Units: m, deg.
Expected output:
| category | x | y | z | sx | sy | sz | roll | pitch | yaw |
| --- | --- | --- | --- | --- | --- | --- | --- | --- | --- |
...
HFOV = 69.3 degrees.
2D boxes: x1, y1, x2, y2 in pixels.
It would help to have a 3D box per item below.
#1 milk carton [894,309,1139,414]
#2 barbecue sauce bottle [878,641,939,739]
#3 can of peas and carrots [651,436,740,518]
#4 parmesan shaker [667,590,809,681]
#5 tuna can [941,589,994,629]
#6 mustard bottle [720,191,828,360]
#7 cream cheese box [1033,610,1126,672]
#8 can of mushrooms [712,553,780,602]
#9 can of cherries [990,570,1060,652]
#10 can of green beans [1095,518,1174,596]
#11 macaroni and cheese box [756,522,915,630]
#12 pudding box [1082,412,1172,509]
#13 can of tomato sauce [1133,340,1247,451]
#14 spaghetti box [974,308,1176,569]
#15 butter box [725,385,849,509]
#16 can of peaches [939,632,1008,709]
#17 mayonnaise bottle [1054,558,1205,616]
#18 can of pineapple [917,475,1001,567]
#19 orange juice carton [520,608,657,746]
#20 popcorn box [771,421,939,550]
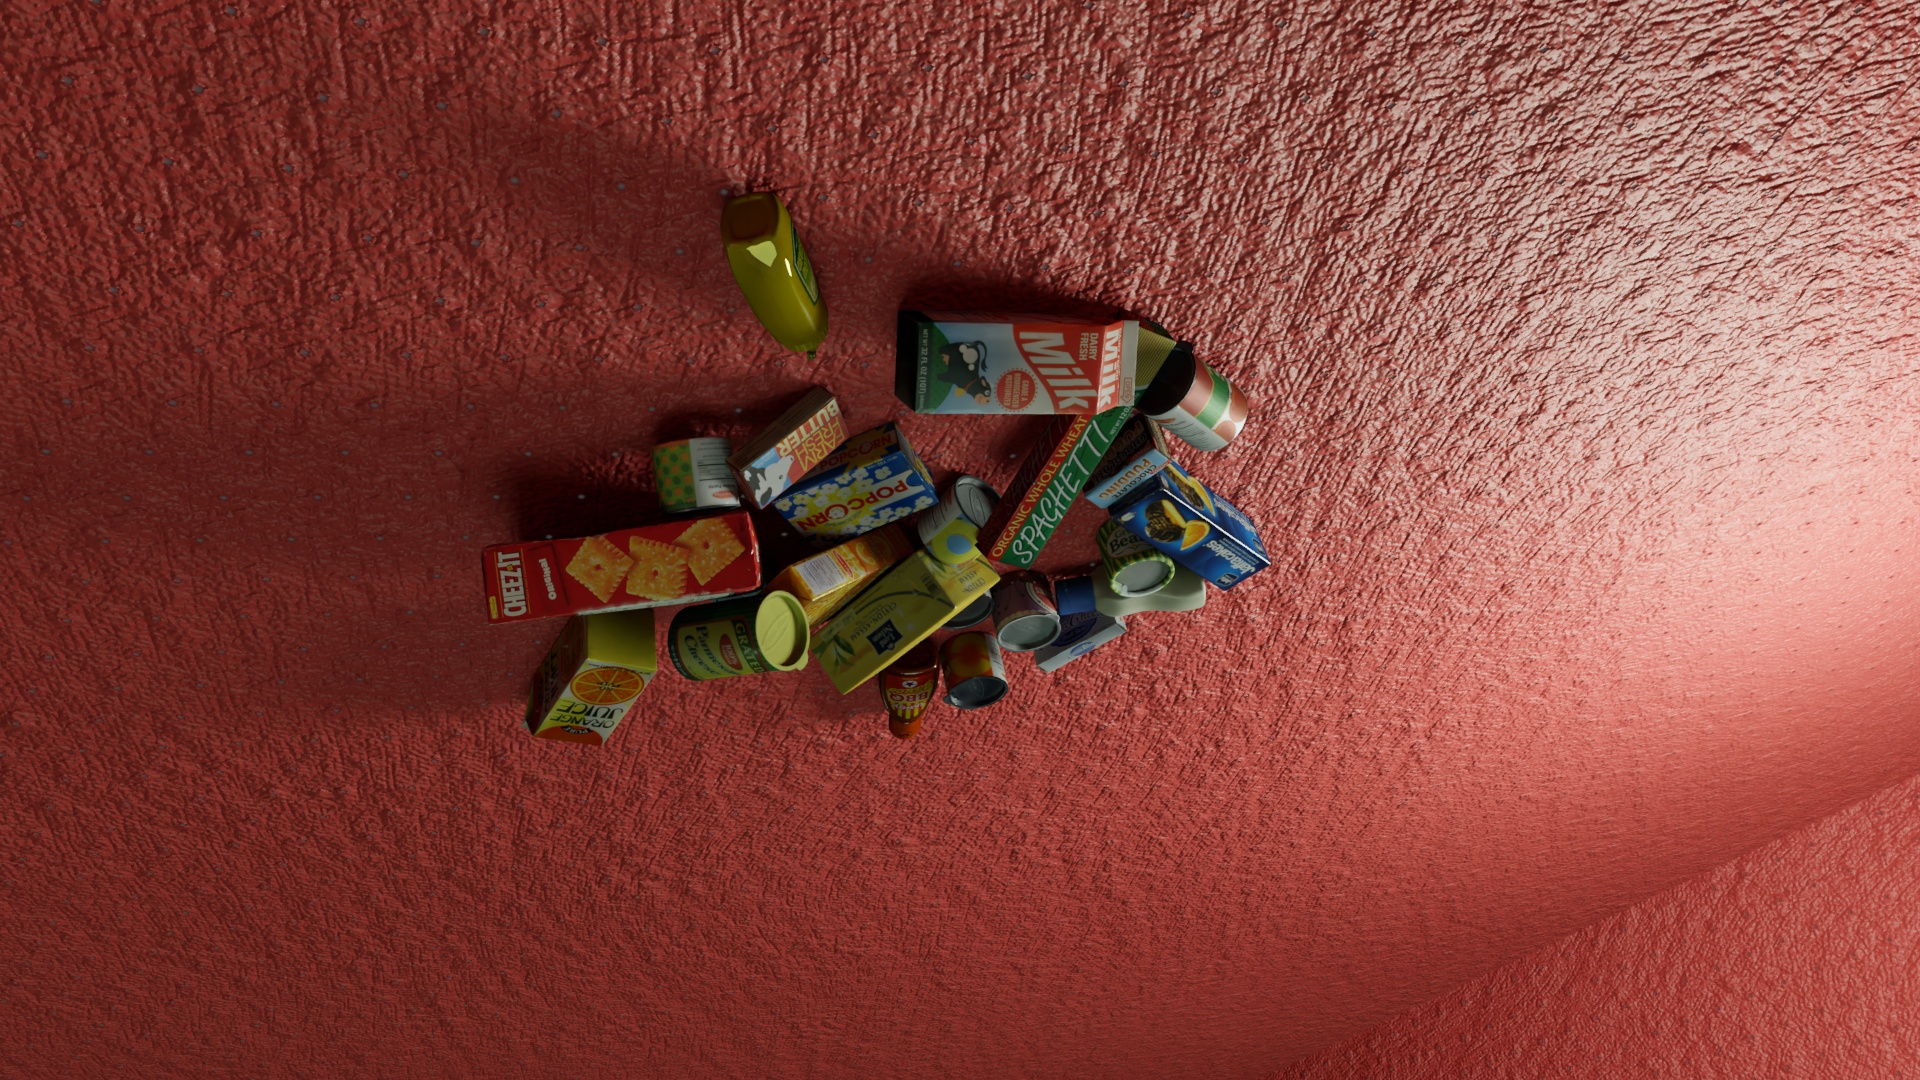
| category | x | y | z | sx | sy | sz | roll | pitch | yaw |
| --- | --- | --- | --- | --- | --- | --- | --- | --- | --- |
| milk carton | 0.049 | -0.140 | 1.093 | 0.191 | 0.073 | 0.072 | -2 | 106 | -15 |
| barbecue sauce bottle | -0.058 | 0.165 | 1.513 | 0.065 | 0.044 | 0.147 | -1 | 143 | -6 |
| can of peas and carrots | -0.220 | -0.052 | 1.145 | 0.071 | 0.058 | 0.071 | -8 | 179 | 0 |
| parmesan shaker | -0.186 | 0.084 | 1.165 | 0.103 | 0.071 | 0.071 | -11 | 149 | 33 |
| tuna can | -0.004 | 0.059 | 1.397 | 0.071 | 0.033 | 0.070 | -8 | 143 | -6 |
| mustard bottle | -0.129 | -0.183 | 1.017 | 0.049 | 0.065 | 0.159 | -11 | 150 | 7 |
| cream cheese box | 0.122 | 0.093 | 1.462 | 0.103 | 0.053 | 0.024 | -31 | 137 | 24 |
| can of mushrooms | -0.201 | 0.042 | 1.316 | 0.071 | 0.033 | 0.070 | -8 | 143 | -6 |
| can of cherries | 0.066 | 0.071 | 1.412 | 0.071 | 0.058 | 0.071 | -7 | 143 | -6 |
| can of green beans | 0.172 | 0.014 | 1.368 | 0.071 | 0.058 | 0.071 | -8 | 143 | -6 |
| macaroni and cheese box | -0.132 | 0.047 | 1.263 | 0.123 | 0.040 | 0.167 | -39 | 173 | 33 |
| pudding box | 0.146 | -0.072 | 1.254 | 0.083 | 0.050 | 0.030 | -35 | 136 | 28 |
| can of tomato sauce | 0.197 | -0.123 | 1.189 | 0.071 | 0.071 | 0.083 | -36 | 138 | 28 |
| spaghetti box | 0.095 | -0.080 | 1.186 | 0.050 | 0.029 | 0.249 | 16 | 118 | -32 |
| butter box | -0.140 | -0.077 | 1.142 | 0.104 | 0.024 | 0.053 | -41 | 146 | -17 |
| can of peaches | 0.011 | 0.140 | 1.488 | 0.071 | 0.058 | 0.071 | -8 | 144 | -6 |
| mayonnaise bottle | 0.171 | 0.048 | 1.412 | 0.148 | 0.065 | 0.041 | -8 | 141 | 1 |
| can of pineapple | 0.005 | -0.016 | 1.271 | 0.071 | 0.071 | 0.057 | 19 | 134 | -36 |
| orange juice carton | -0.368 | 0.142 | 1.366 | 0.072 | 0.073 | 0.191 | 13 | 137 | -31 |
| popcorn box | -0.095 | -0.046 | 1.227 | 0.126 | 0.038 | 0.085 | -21 | 142 | 12 |
